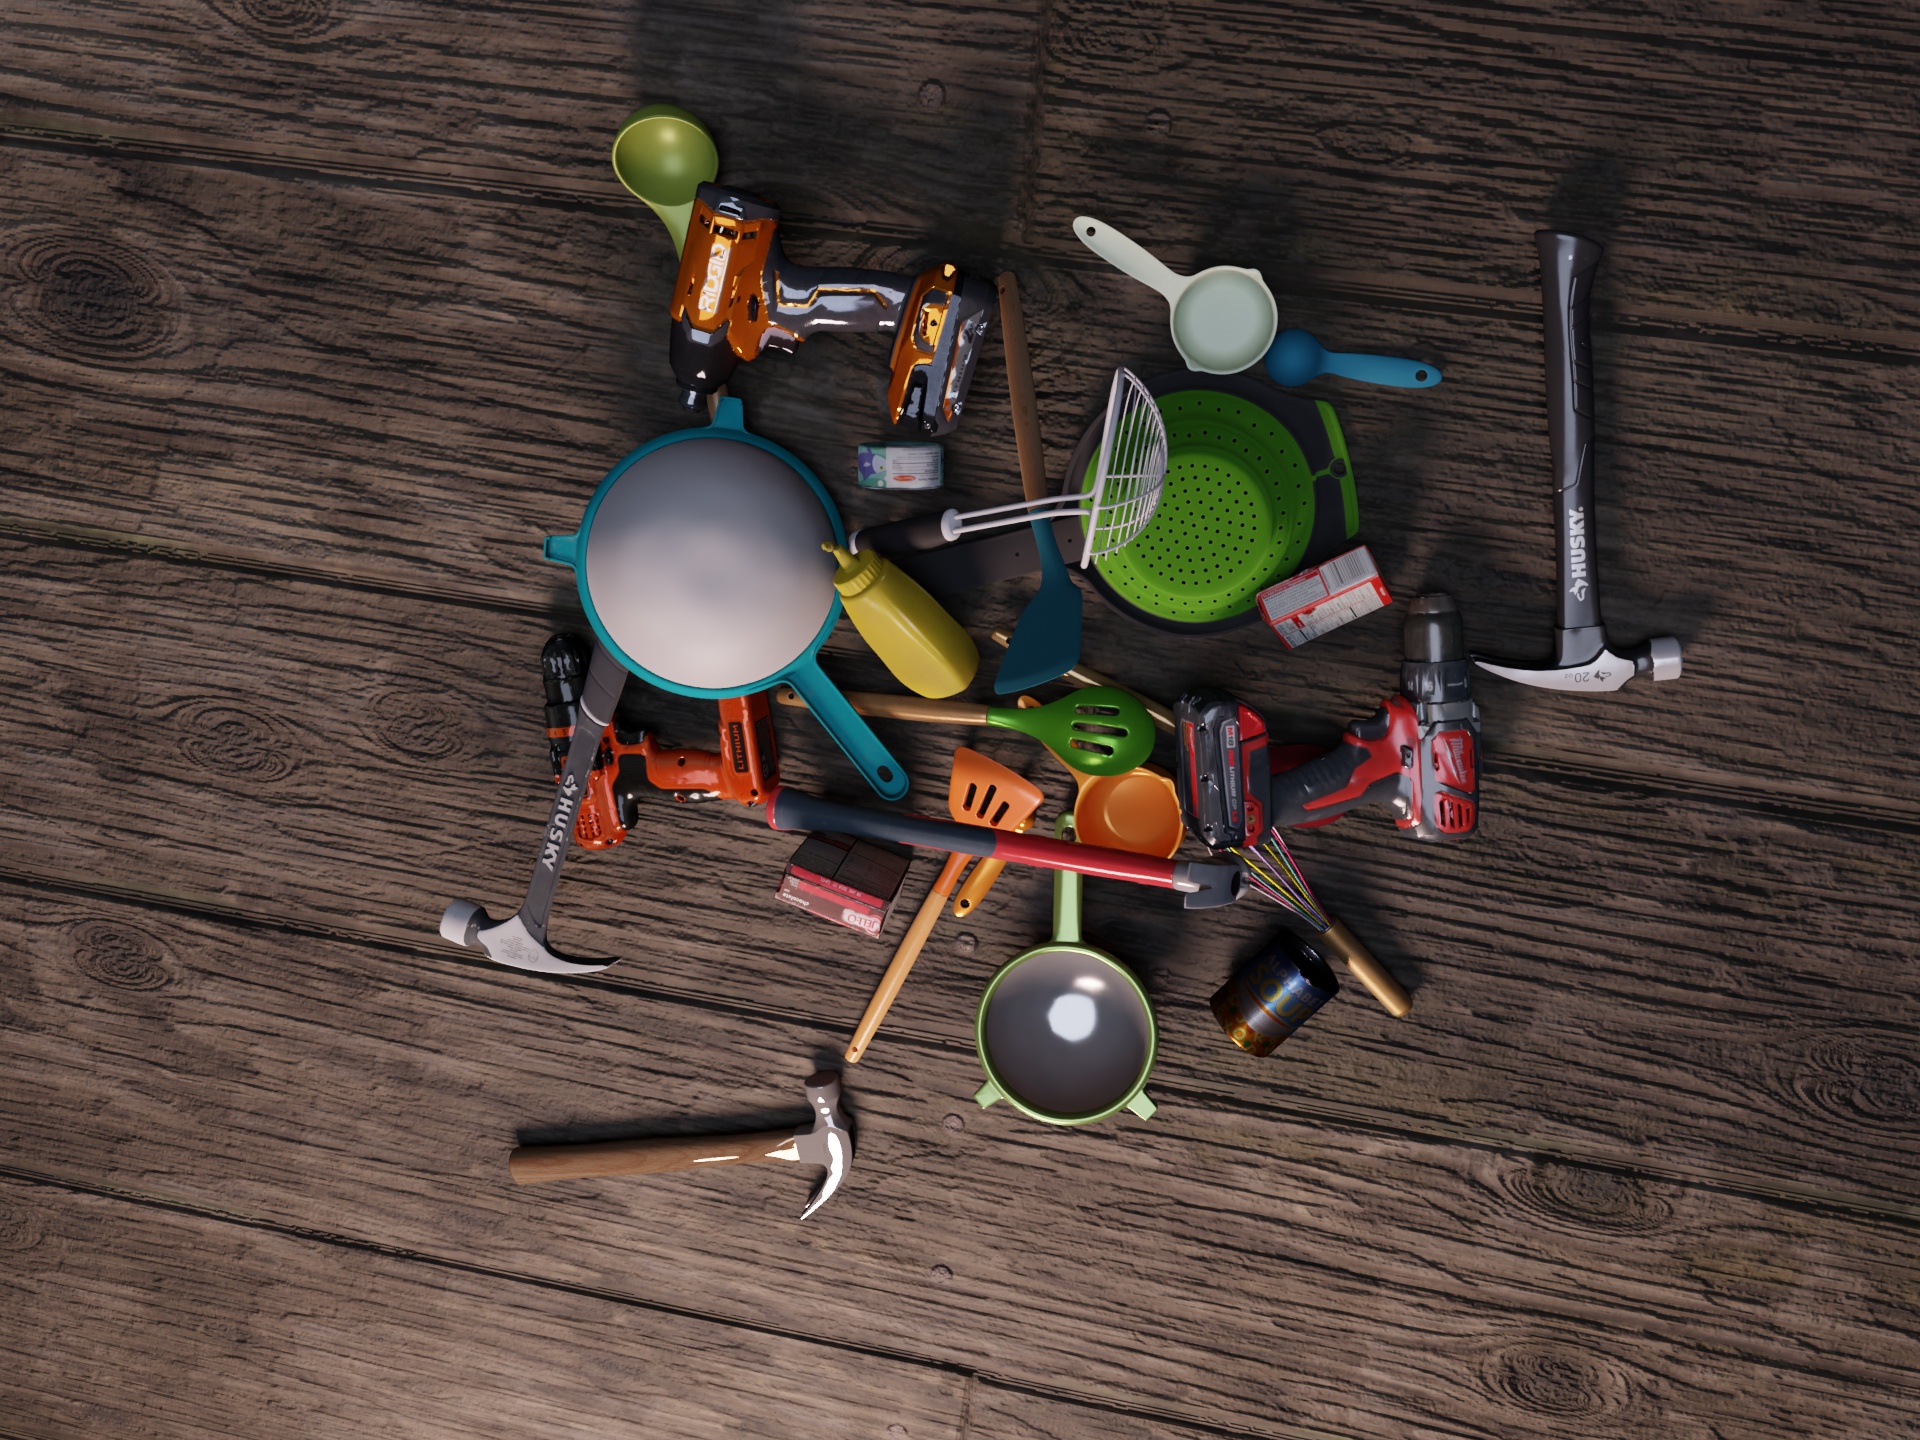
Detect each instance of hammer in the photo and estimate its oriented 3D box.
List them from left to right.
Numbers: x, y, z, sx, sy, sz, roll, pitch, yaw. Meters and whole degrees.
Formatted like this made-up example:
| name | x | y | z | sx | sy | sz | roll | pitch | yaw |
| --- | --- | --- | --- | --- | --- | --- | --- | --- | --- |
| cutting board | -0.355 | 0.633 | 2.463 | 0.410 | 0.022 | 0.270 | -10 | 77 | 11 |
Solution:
| name | x | y | z | sx | sy | sz | roll | pitch | yaw |
| --- | --- | --- | --- | --- | --- | --- | --- | --- | --- |
| hammer | -0.295 | 0.013 | 1.278 | 0.149 | 0.036 | 0.409 | 20 | 99 | 8 |
| hammer | -0.255 | 0.396 | 1.447 | 0.331 | 0.031 | 0.130 | -8 | 105 | 13 |
| hammer | 0.018 | 0.094 | 1.215 | 0.386 | 0.143 | 0.038 | 8 | 90 | 22 |
| hammer | 0.436 | -0.183 | 1.148 | 0.146 | 0.035 | 0.334 | -6 | 105 | 11 |

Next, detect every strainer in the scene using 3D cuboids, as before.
| name | x | y | z | sx | sy | sz | roll | pitch | yaw |
| --- | --- | --- | --- | --- | --- | --- | --- | --- | --- |
| strainer | -0.149 | -0.067 | 1.209 | 0.211 | 0.095 | 0.340 | -39 | 98 | 0 |
| strainer | 0.091 | 0.200 | 1.318 | 0.151 | 0.069 | 0.256 | 1 | 90 | 11 |

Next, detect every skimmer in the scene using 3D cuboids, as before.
| name | x | y | z | sx | sy | sz | roll | pitch | yaw |
| --- | --- | --- | --- | --- | --- | --- | --- | --- | --- |
| skimmer | 0.010 | -0.154 | 1.102 | 0.090 | 0.363 | 0.127 | 19 | 77 | -37 |

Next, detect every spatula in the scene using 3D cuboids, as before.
| name | x | y | z | sx | sy | sz | roll | pitch | yaw |
| --- | --- | --- | --- | --- | --- | --- | --- | --- | --- |
| spatula | -0.030 | 0.165 | 1.332 | 0.081 | 0.041 | 0.322 | 30 | 111 | 7 |
| spatula | 0.047 | -0.178 | 1.151 | 0.082 | 0.044 | 0.318 | -18 | 76 | 46 |

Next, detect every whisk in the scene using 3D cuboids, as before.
| name | x | y | z | sx | sy | sz | roll | pitch | yaw |
| --- | --- | --- | --- | --- | --- | --- | --- | --- | --- |
| whisk | 0.278 | 0.149 | 1.278 | 0.245 | 0.051 | 0.047 | 46 | 130 | -10 |

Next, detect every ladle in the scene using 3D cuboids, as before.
| name | x | y | z | sx | sy | sz | roll | pitch | yaw |
| --- | --- | --- | --- | --- | --- | --- | --- | --- | --- |
| ladle | -0.199 | -0.301 | 1.214 | 0.078 | 0.062 | 0.320 | -8 | 108 | 4 |
| ladle | 0.167 | 0.000 | 1.250 | 0.315 | 0.031 | 0.069 | 27 | 105 | 1 |

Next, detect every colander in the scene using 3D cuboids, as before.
| name | x | y | z | sx | sy | sz | roll | pitch | yaw |
| --- | --- | --- | --- | --- | --- | --- | --- | --- | --- |
| colander | 0.096 | -0.134 | 1.190 | 0.397 | 0.094 | 0.204 | -13 | 104 | 13 |

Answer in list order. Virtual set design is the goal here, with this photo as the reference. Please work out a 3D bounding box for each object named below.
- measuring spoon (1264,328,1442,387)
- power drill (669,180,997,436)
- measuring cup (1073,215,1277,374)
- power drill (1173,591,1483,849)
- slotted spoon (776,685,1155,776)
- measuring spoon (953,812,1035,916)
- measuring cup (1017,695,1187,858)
| name | x | y | z | sx | sy | sz | roll | pitch | yaw |
| --- | --- | --- | --- | --- | --- | --- | --- | --- | --- |
| measuring spoon | 0.286 | -0.258 | 1.157 | 0.128 | 0.021 | 0.042 | 10 | 108 | 8 |
| power drill | -0.101 | -0.284 | 1.171 | 0.226 | 0.084 | 0.164 | 16 | 109 | -5 |
| measuring cup | 0.154 | -0.317 | 1.156 | 0.167 | 0.038 | 0.083 | 34 | 109 | 1 |
| power drill | 0.280 | 0.004 | 1.190 | 0.226 | 0.080 | 0.188 | -5 | 97 | -7 |
| slotted spoon | -0.002 | -0.004 | 1.262 | 0.314 | 0.031 | 0.070 | 6 | 85 | 18 |
| measuring spoon | 0.026 | 0.120 | 1.324 | 0.021 | 0.011 | 0.117 | 33 | 109 | -1 |
| measuring cup | 0.111 | 0.044 | 1.270 | 0.095 | 0.052 | 0.174 | -44 | 80 | 18 |
